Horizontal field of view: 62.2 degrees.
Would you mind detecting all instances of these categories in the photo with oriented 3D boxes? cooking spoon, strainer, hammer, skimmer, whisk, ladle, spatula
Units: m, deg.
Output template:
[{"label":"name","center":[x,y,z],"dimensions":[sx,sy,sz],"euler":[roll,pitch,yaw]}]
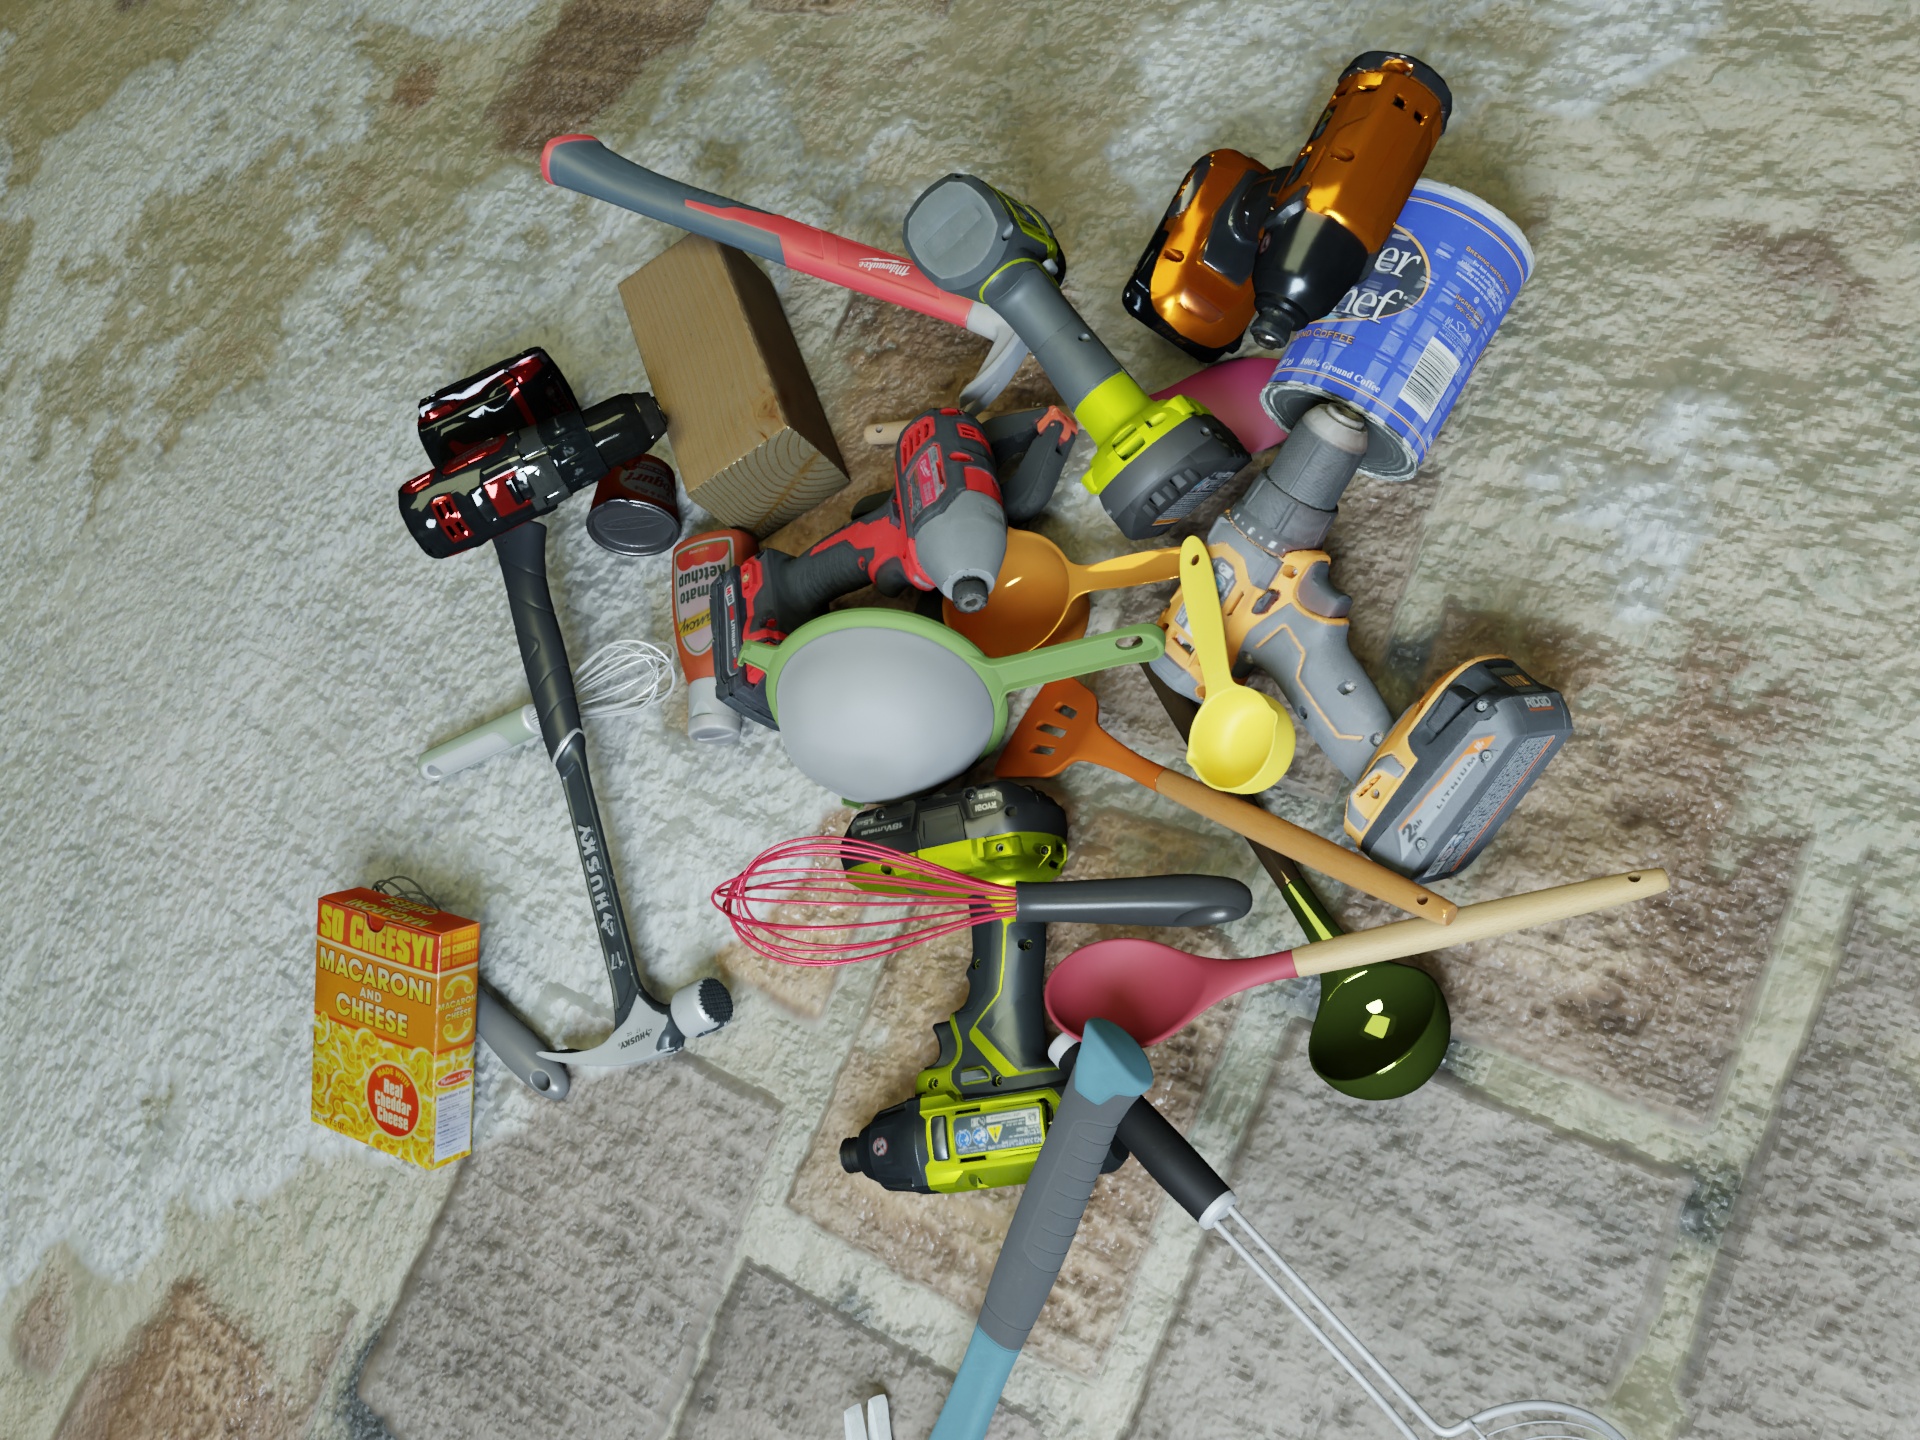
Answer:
[{"label":"cooking spoon","center":[0.076,-0.202,1.059],"dimensions":[0.319,0.017,0.069],"euler":[0,74,27]},{"label":"strainer","center":[-0.001,-0.003,0.941],"dimensions":[0.256,0.151,0.069],"euler":[-13,41,23]},{"label":"hammer","center":[0.027,0.310,0.833],"dimensions":[0.128,0.033,0.331],"euler":[29,105,36]},{"label":"skimmer","center":[0.176,0.292,0.786],"dimensions":[0.127,0.090,0.364],"euler":[-45,58,-1]},{"label":"whisk","center":[-0.306,-0.003,1.166],"dimensions":[0.246,0.057,0.059],"euler":[-22,38,24]},{"label":"ladle","center":[0.169,0.068,0.893],"dimensions":[0.078,0.062,0.320],"euler":[-36,57,13]},{"label":"hammer","center":[-0.130,-0.324,1.109],"dimensions":[0.386,0.038,0.143],"euler":[22,65,13]},{"label":"whisk","center":[0.011,0.099,0.868],"dimensions":[0.296,0.073,0.073],"euler":[0,70,1]},{"label":"spatula","center":[0.137,0.045,0.893],"dimensions":[0.323,0.041,0.081],"euler":[26,82,41]},{"label":"ladle","center":[0.196,0.116,0.813],"dimensions":[0.315,0.031,0.069],"euler":[-15,47,16]},{"label":"whisk","center":[-0.349,0.187,1.121],"dimensions":[0.239,0.055,0.055],"euler":[36,90,28]},{"label":"hammer","center":[-0.268,0.040,1.096],"dimensions":[0.149,0.036,0.409],"euler":[-28,69,26]}]

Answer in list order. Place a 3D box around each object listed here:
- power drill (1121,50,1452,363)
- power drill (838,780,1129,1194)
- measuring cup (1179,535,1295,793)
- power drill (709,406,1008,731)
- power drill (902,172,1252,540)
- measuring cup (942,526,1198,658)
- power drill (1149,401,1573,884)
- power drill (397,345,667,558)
[{"label":"power drill","center":[0.177,-0.277,0.925],"dimensions":[0.164,0.084,0.226],"euler":[-62,16,-4]},{"label":"power drill","center":[0.000,0.160,0.934],"dimensions":[0.171,0.080,0.223],"euler":[-14,69,21]},{"label":"measuring cup","center":[0.147,-0.032,0.875],"dimensions":[0.062,0.029,0.157],"euler":[-31,55,39]},{"label":"power drill","center":[-0.060,-0.086,1.010],"dimensions":[0.219,0.078,0.143],"euler":[-34,48,30]},{"label":"power drill","center":[0.074,-0.223,0.966],"dimensions":[0.080,0.190,0.228],"euler":[-40,84,19]},{"label":"measuring cup","center":[0.077,-0.077,0.995],"dimensions":[0.173,0.052,0.095],"euler":[-10,68,20]},{"label":"power drill","center":[0.218,-0.046,0.864],"dimensions":[0.226,0.084,0.185],"euler":[48,124,32]},{"label":"power drill","center":[-0.311,-0.205,1.156],"dimensions":[0.188,0.080,0.227],"euler":[-26,28,-4]}]
